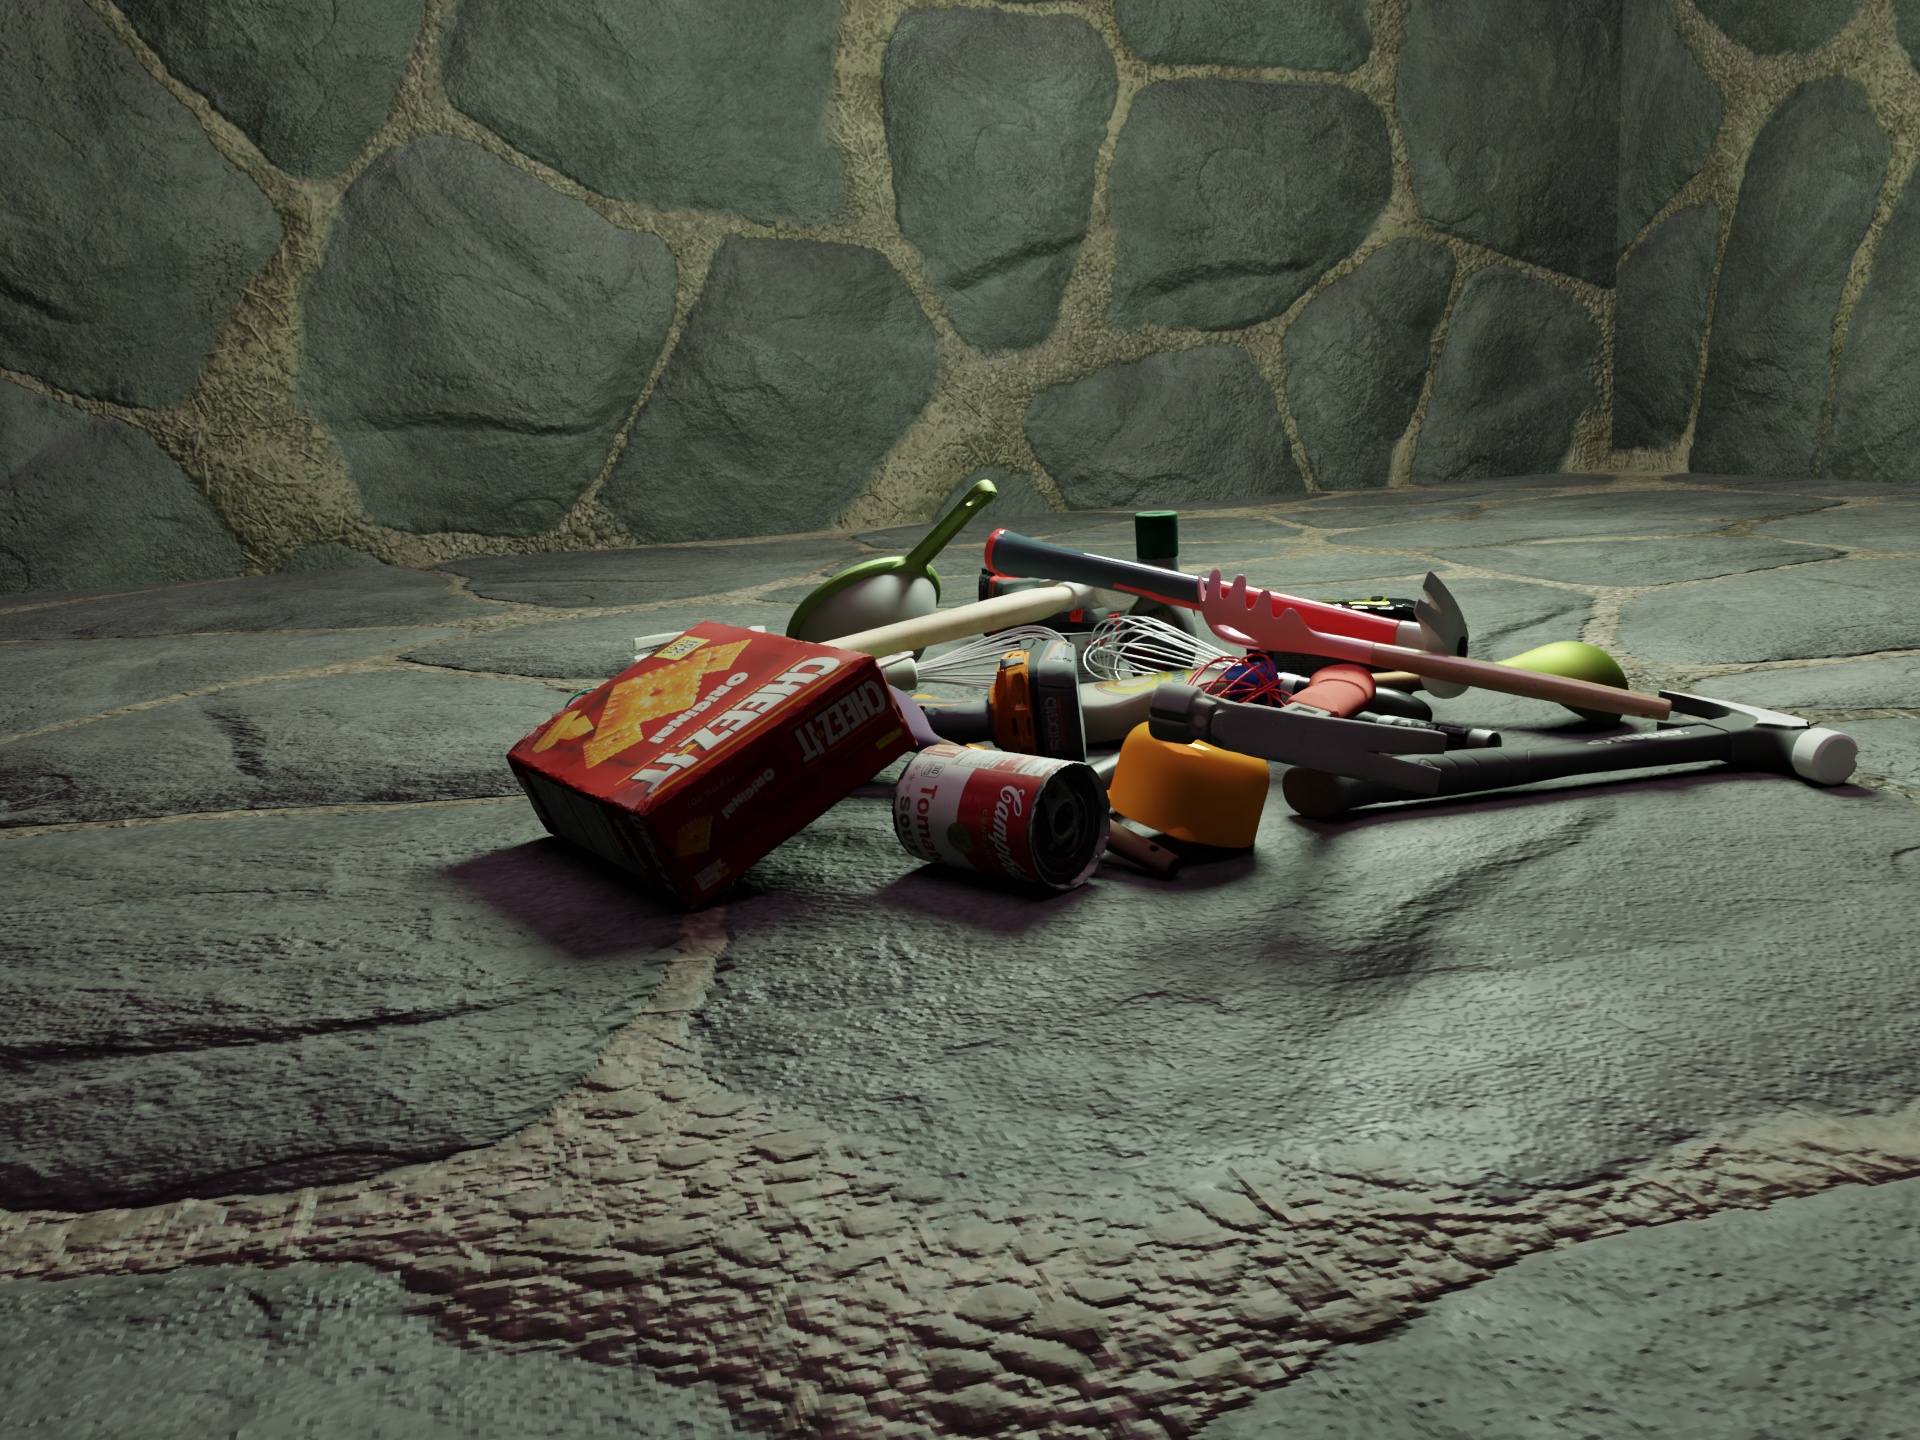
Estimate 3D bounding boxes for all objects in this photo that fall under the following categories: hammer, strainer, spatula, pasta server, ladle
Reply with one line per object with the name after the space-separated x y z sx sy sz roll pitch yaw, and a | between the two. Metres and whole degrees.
-0.261 -0.049 1.508 0.130 0.031 0.331 -3 12 -2 | hammer
-0.043 -0.104 1.395 0.151 0.069 0.256 4 -38 -47 | strainer
0.360 0.024 0.984 0.334 0.035 0.146 -6 13 -12 | hammer
0.007 0.026 0.949 0.060 0.018 0.316 -30 39 -32 | spatula
0.227 -0.005 0.964 0.149 0.036 0.359 11 8 20 | hammer
-0.060 -0.065 1.310 0.410 0.038 0.146 -16 7 -24 | hammer
0.302 -0.046 1.053 0.316 0.040 0.060 14 -18 25 | pasta server
0.332 -0.017 1.202 0.320 0.062 0.078 -5 12 28 | ladle
0.180 -0.100 1.183 0.386 0.038 0.143 16 -15 30 | hammer

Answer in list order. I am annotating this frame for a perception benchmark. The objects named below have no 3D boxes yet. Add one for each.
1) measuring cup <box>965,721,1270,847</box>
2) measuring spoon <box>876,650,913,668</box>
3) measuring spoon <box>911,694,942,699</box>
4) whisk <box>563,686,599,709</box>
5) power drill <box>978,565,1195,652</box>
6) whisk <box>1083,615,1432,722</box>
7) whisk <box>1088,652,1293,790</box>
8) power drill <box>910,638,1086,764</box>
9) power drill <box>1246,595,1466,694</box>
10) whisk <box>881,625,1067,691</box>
0.091 0.021 0.906 0.173 0.052 0.095 18 11 4 | measuring cup
-0.081 -0.037 1.093 0.124 0.018 0.034 -20 13 -39 | measuring spoon
-0.028 -0.018 1.322 0.021 0.011 0.117 -3 6 -8 | measuring spoon
-0.204 -0.009 1.279 0.245 0.051 0.047 -6 6 -25 | whisk
0.126 -0.113 1.612 0.143 0.078 0.220 -10 17 -31 | power drill
0.220 -0.030 1.215 0.285 0.070 0.070 14 19 33 | whisk
0.136 0.017 1.031 0.073 0.073 0.296 6 20 38 | whisk
-0.029 -0.003 1.114 0.226 0.084 0.164 -6 12 5 | power drill
0.334 -0.069 1.341 0.171 0.080 0.223 1 9 20 | power drill
-0.029 -0.037 1.230 0.246 0.058 0.059 -8 -19 -12 | whisk
